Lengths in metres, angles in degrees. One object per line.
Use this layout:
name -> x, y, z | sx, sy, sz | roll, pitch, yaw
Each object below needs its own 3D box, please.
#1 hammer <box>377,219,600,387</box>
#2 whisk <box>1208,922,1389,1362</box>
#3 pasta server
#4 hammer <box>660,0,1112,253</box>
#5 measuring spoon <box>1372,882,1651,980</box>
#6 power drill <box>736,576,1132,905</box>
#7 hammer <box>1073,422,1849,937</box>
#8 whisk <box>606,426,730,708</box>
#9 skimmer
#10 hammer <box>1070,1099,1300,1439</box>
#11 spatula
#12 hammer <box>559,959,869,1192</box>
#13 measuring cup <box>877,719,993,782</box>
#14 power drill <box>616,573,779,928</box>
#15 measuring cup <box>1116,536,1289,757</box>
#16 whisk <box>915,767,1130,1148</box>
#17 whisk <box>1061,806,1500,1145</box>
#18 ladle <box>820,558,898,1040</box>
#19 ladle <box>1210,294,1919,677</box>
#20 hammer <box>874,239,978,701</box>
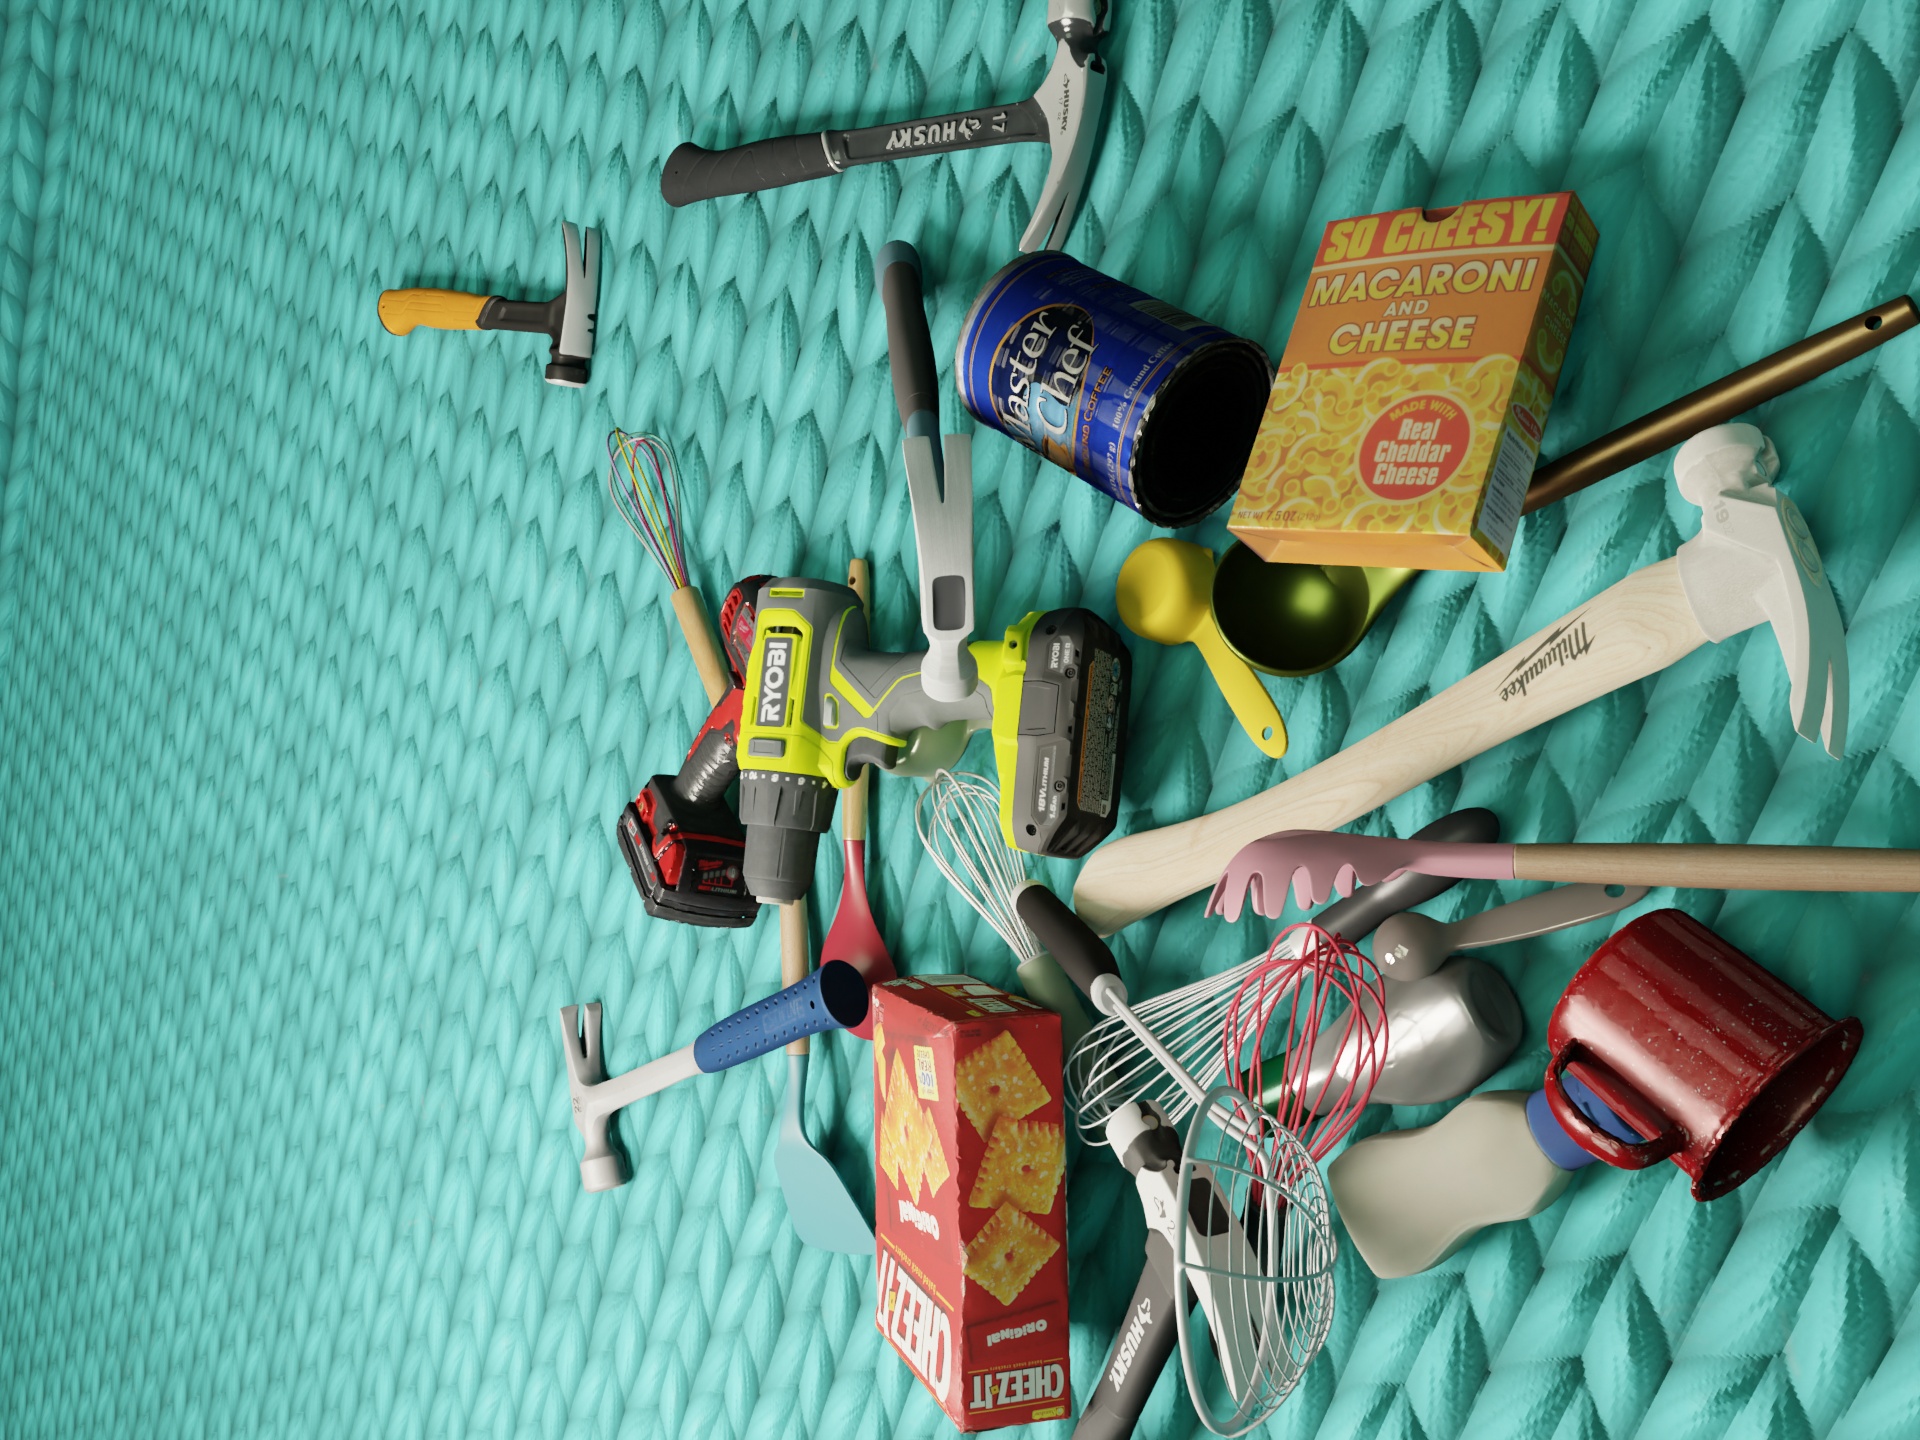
hammer -> -0.416, -0.361, 1.373 | 0.337, 0.034, 0.127 | 16, 102, 44
whisk -> 0.150, 0.213, 0.756 | 0.073, 0.073, 0.295 | 36, 135, 39
pasta server -> 0.256, 0.066, 0.651 | 0.316, 0.060, 0.040 | -1, 87, 25
hammer -> -0.068, -0.366, 1.032 | 0.409, 0.036, 0.149 | 11, 99, 45
measuring spoon -> 0.242, 0.086, 0.708 | 0.124, 0.018, 0.034 | -20, 43, 22
power drill -> -0.027, 0.017, 0.905 | 0.228, 0.080, 0.190 | 3, 83, 27
hammer -> 0.198, 0.028, 0.740 | 0.410, 0.038, 0.146 | -35, 42, 42
whisk -> -0.208, -0.112, 1.171 | 0.245, 0.051, 0.047 | 67, 152, 16
skimmer -> 0.067, 0.166, 0.734 | 0.364, 0.090, 0.127 | -135, 25, -64
hammer -> 0.082, 0.365, 0.827 | 0.146, 0.035, 0.334 | -122, 38, -47
spatula -> -0.103, 0.198, 1.075 | 0.082, 0.044, 0.318 | -13, 76, 45
hammer -> -0.186, 0.230, 1.113 | 0.405, 0.035, 0.144 | -32, 67, 48
measuring cup -> -0.002, -0.003, 0.960 | 0.168, 0.038, 0.083 | -2, 89, 47
power drill -> -0.147, 0.025, 1.065 | 0.219, 0.078, 0.143 | -63, 36, 20
measuring cup -> 0.124, -0.038, 0.820 | 0.062, 0.029, 0.157 | -55, 40, 28
whisk -> 0.040, 0.133, 0.922 | 0.246, 0.058, 0.059 | 63, 163, 20
whisk -> 0.154, 0.129, 0.797 | 0.284, 0.070, 0.070 | -43, 61, 28
ladle -> -0.067, 0.052, 1.037 | 0.069, 0.031, 0.315 | -1, 87, 40
ladle -> 0.249, -0.102, 0.704 | 0.320, 0.062, 0.078 | -27, 74, 39
hammer -> -0.022, -0.169, 0.892 | 0.128, 0.033, 0.331 | 89, 174, -45
